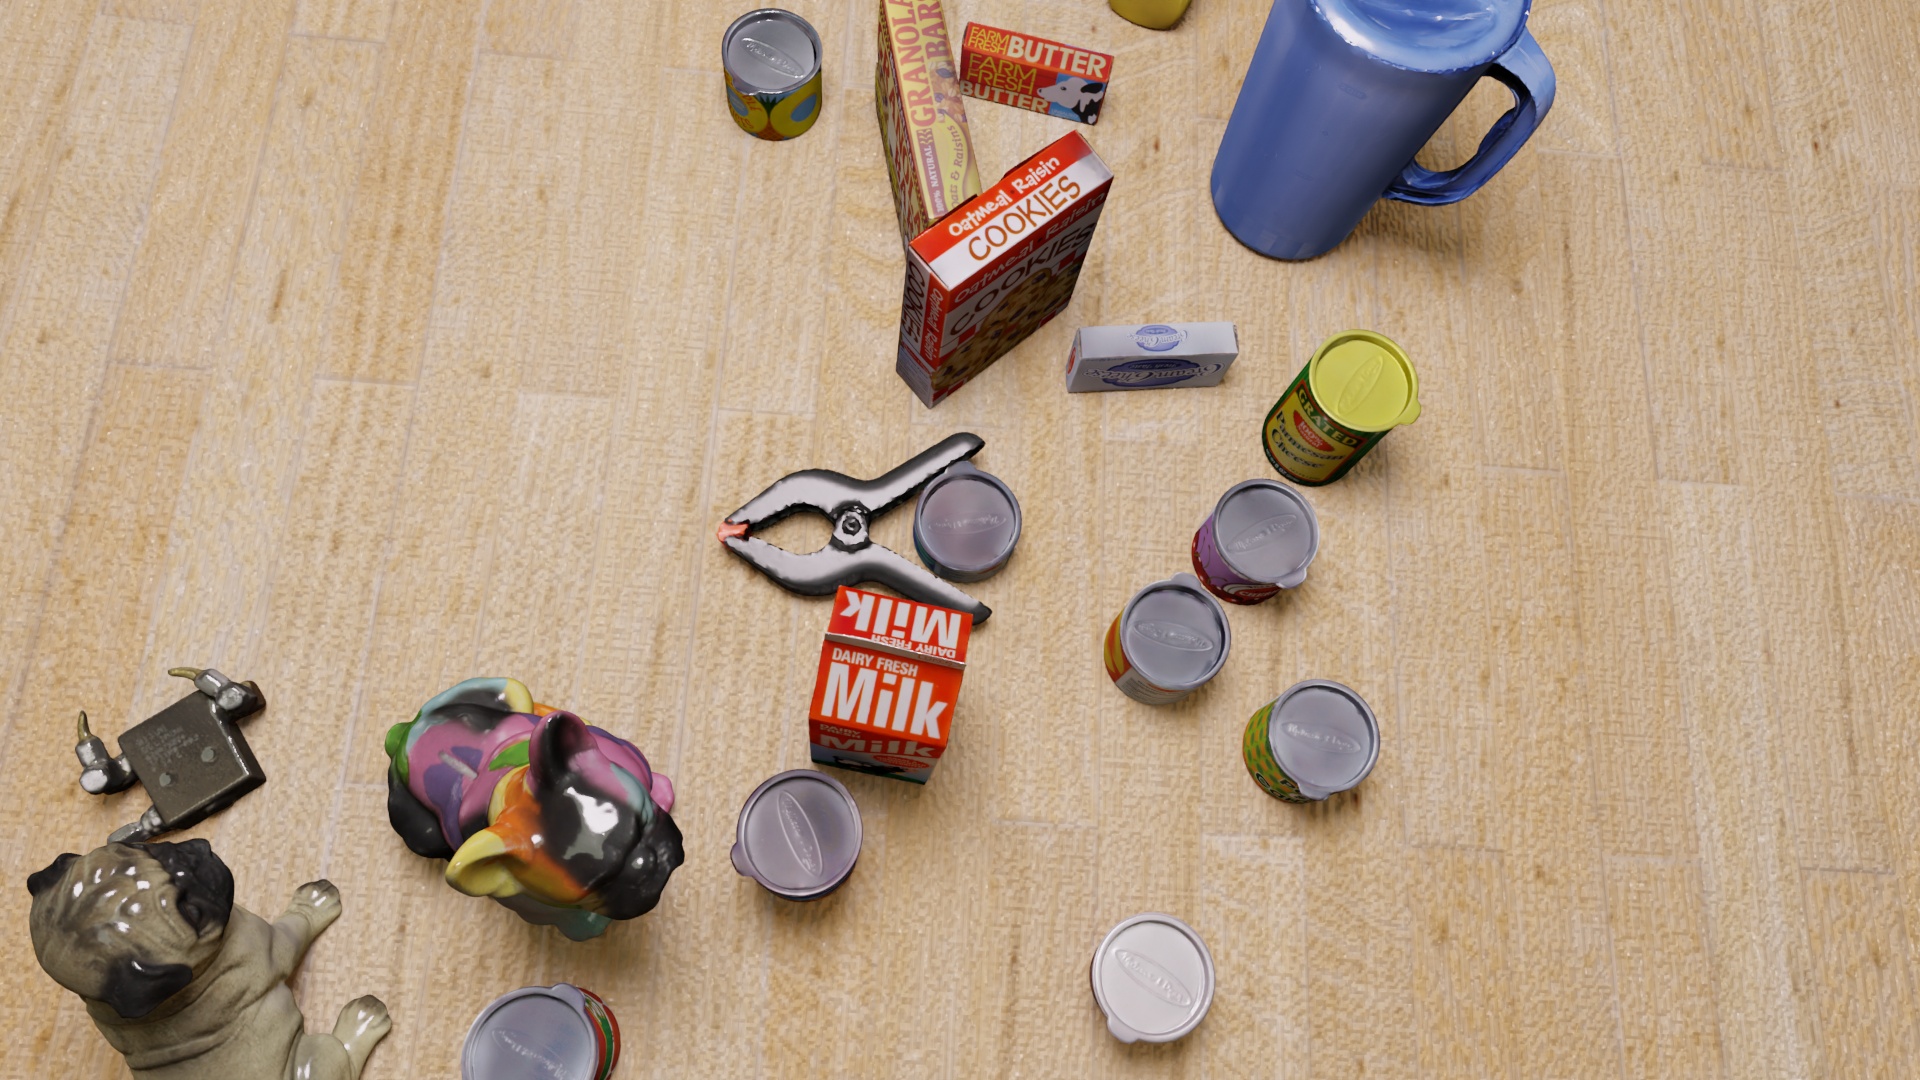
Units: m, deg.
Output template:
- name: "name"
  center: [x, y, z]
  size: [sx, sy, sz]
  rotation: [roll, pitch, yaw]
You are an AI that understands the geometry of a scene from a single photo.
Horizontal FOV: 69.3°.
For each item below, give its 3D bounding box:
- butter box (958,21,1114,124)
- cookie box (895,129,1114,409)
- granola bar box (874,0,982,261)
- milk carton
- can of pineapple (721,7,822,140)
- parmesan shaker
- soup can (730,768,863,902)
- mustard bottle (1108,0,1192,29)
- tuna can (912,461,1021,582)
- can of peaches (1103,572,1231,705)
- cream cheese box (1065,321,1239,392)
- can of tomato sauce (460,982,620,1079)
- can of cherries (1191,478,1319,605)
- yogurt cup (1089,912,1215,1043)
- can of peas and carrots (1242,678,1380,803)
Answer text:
- name: "butter box"
  center: [0.050, -0.321, 0.956]
  size: [0.103, 0.053, 0.024]
  rotation: [13, 72, -1]
- name: "cookie box"
  center: [0.021, -0.159, 0.841]
  size: [0.123, 0.167, 0.040]
  rotation: [-38, 80, -15]
- name: "granola bar box"
  center: [-0.022, -0.247, 0.888]
  size: [0.039, 0.124, 0.166]
  rotation: [-9, 73, -8]
- name: "milk carton"
  center: [-0.039, 0.078, 0.746]
  size: [0.072, 0.190, 0.073]
  rotation: [12, 72, -1]
- name: "can of pineapple"
  center: [-0.127, -0.311, 0.934]
  size: [0.071, 0.057, 0.071]
  rotation: [2, 72, -5]
- name: "parmesan shaker"
  center: [0.236, -0.078, 0.868]
  size: [0.071, 0.102, 0.071]
  rotation: [2, 72, -5]
- name: "soup can"
  center: [-0.090, 0.166, 0.769]
  size: [0.071, 0.083, 0.071]
  rotation: [2, 72, -5]
- name: "mustard bottle"
  center: [0.141, -0.415, 0.938]
  size: [0.065, 0.159, 0.049]
  rotation: [22, 72, 2]
- name: "tuna can"
  center: [0.003, -0.011, 0.861]
  size: [0.071, 0.032, 0.071]
  rotation: [2, 72, -5]
- name: "can of peaches"
  center: [0.124, 0.060, 0.836]
  size: [0.071, 0.058, 0.071]
  rotation: [2, 72, -5]
- name: "cream cheese box"
  center: [0.122, -0.118, 0.896]
  size: [0.104, 0.053, 0.024]
  rotation: [-3, 73, -6]
- name: "can of tomato sauce"
  center: [-0.216, 0.265, 0.725]
  size: [0.071, 0.083, 0.071]
  rotation: [2, 72, -5]
- name: "can of cherries"
  center: [0.182, 0.004, 0.860]
  size: [0.071, 0.058, 0.071]
  rotation: [2, 72, -5]
- name: "yogurt cup"
  center: [0.103, 0.244, 0.777]
  size: [0.072, 0.053, 0.072]
  rotation: [2, 72, -5]
- name: "can of peas and carrots"
  center: [0.206, 0.123, 0.823]
  size: [0.071, 0.058, 0.071]
  rotation: [2, 72, -5]
